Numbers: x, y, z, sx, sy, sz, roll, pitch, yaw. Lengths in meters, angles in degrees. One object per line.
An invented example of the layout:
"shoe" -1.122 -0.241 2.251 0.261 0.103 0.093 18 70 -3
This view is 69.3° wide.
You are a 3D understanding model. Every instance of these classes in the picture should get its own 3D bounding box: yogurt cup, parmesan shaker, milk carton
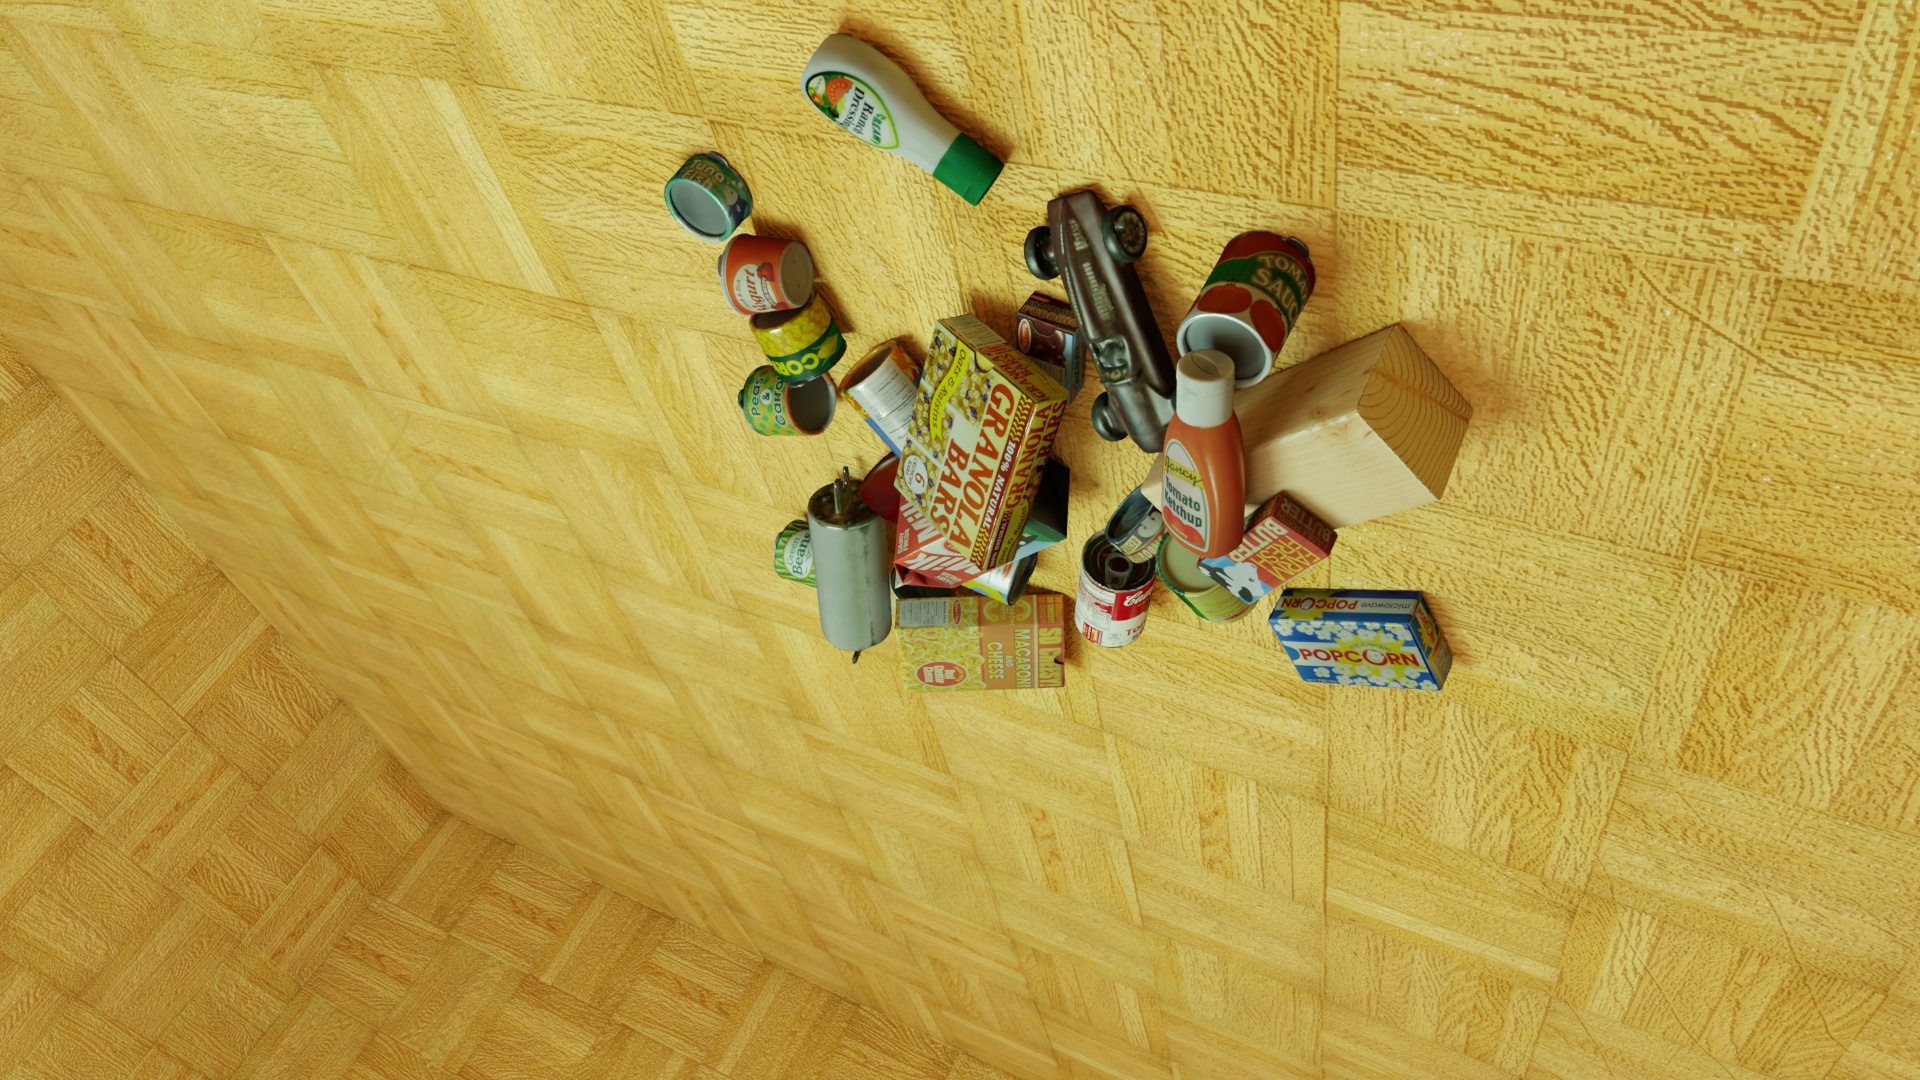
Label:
"yogurt cup" -0.157 -0.220 1.146 0.054 0.073 0.072 4 140 26
"parmesan shaker" 0.205 0.023 1.128 0.071 0.071 0.103 15 171 26
"milk carton" 0.004 -0.015 1.231 0.073 0.072 0.190 26 146 -34

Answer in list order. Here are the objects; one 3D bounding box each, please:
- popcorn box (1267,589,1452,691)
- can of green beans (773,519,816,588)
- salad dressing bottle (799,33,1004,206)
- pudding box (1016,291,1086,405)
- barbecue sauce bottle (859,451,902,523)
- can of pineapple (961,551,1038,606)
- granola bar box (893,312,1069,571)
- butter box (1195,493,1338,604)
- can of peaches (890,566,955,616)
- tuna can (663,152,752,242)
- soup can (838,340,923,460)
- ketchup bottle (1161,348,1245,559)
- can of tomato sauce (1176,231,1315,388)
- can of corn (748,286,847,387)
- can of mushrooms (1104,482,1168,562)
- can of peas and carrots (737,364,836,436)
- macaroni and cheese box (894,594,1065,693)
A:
"popcorn box" 0.333 0.082 1.157 0.126 0.038 0.085 -1 137 42
"can of green beans" -0.155 0.016 1.472 0.058 0.071 0.071 15 145 25
"salad dressing bottle" -0.039 -0.289 0.960 0.147 0.044 0.064 35 150 -4
"pudding box" 0.071 -0.147 1.075 0.050 0.030 0.083 23 148 18
"barbecue sauce bottle" -0.039 -0.064 1.278 0.065 0.044 0.148 33 149 -12
"can of pineapple" 0.035 0.021 1.312 0.058 0.071 0.070 23 148 16
"granola bar box" 0.012 -0.077 1.102 0.124 0.039 0.164 44 134 33
"butter box" 0.217 0.007 0.993 0.053 0.024 0.103 34 149 -6
"can of peaches" -0.035 0.055 1.423 0.071 0.071 0.057 22 147 16
"tuna can" -0.206 -0.280 1.133 0.071 0.033 0.070 23 148 15
"soup can" -0.054 -0.121 1.193 0.071 0.072 0.083 -12 127 49
"ketchup bottle" 0.163 -0.059 0.930 0.065 0.044 0.148 45 154 40
"can of tomato sauce" 0.189 -0.151 0.912 0.071 0.083 0.070 23 148 15
"can of corn" -0.140 -0.175 1.184 0.071 0.071 0.058 6 139 37
"can of mushrooms" 0.153 -0.014 1.150 0.033 0.071 0.071 40 148 -15
"can of peas and carrots" -0.158 -0.128 1.268 0.058 0.071 0.070 4 139 37
"macaroni and cheese box" 0.022 0.106 1.398 0.166 0.040 0.123 -2 143 3
